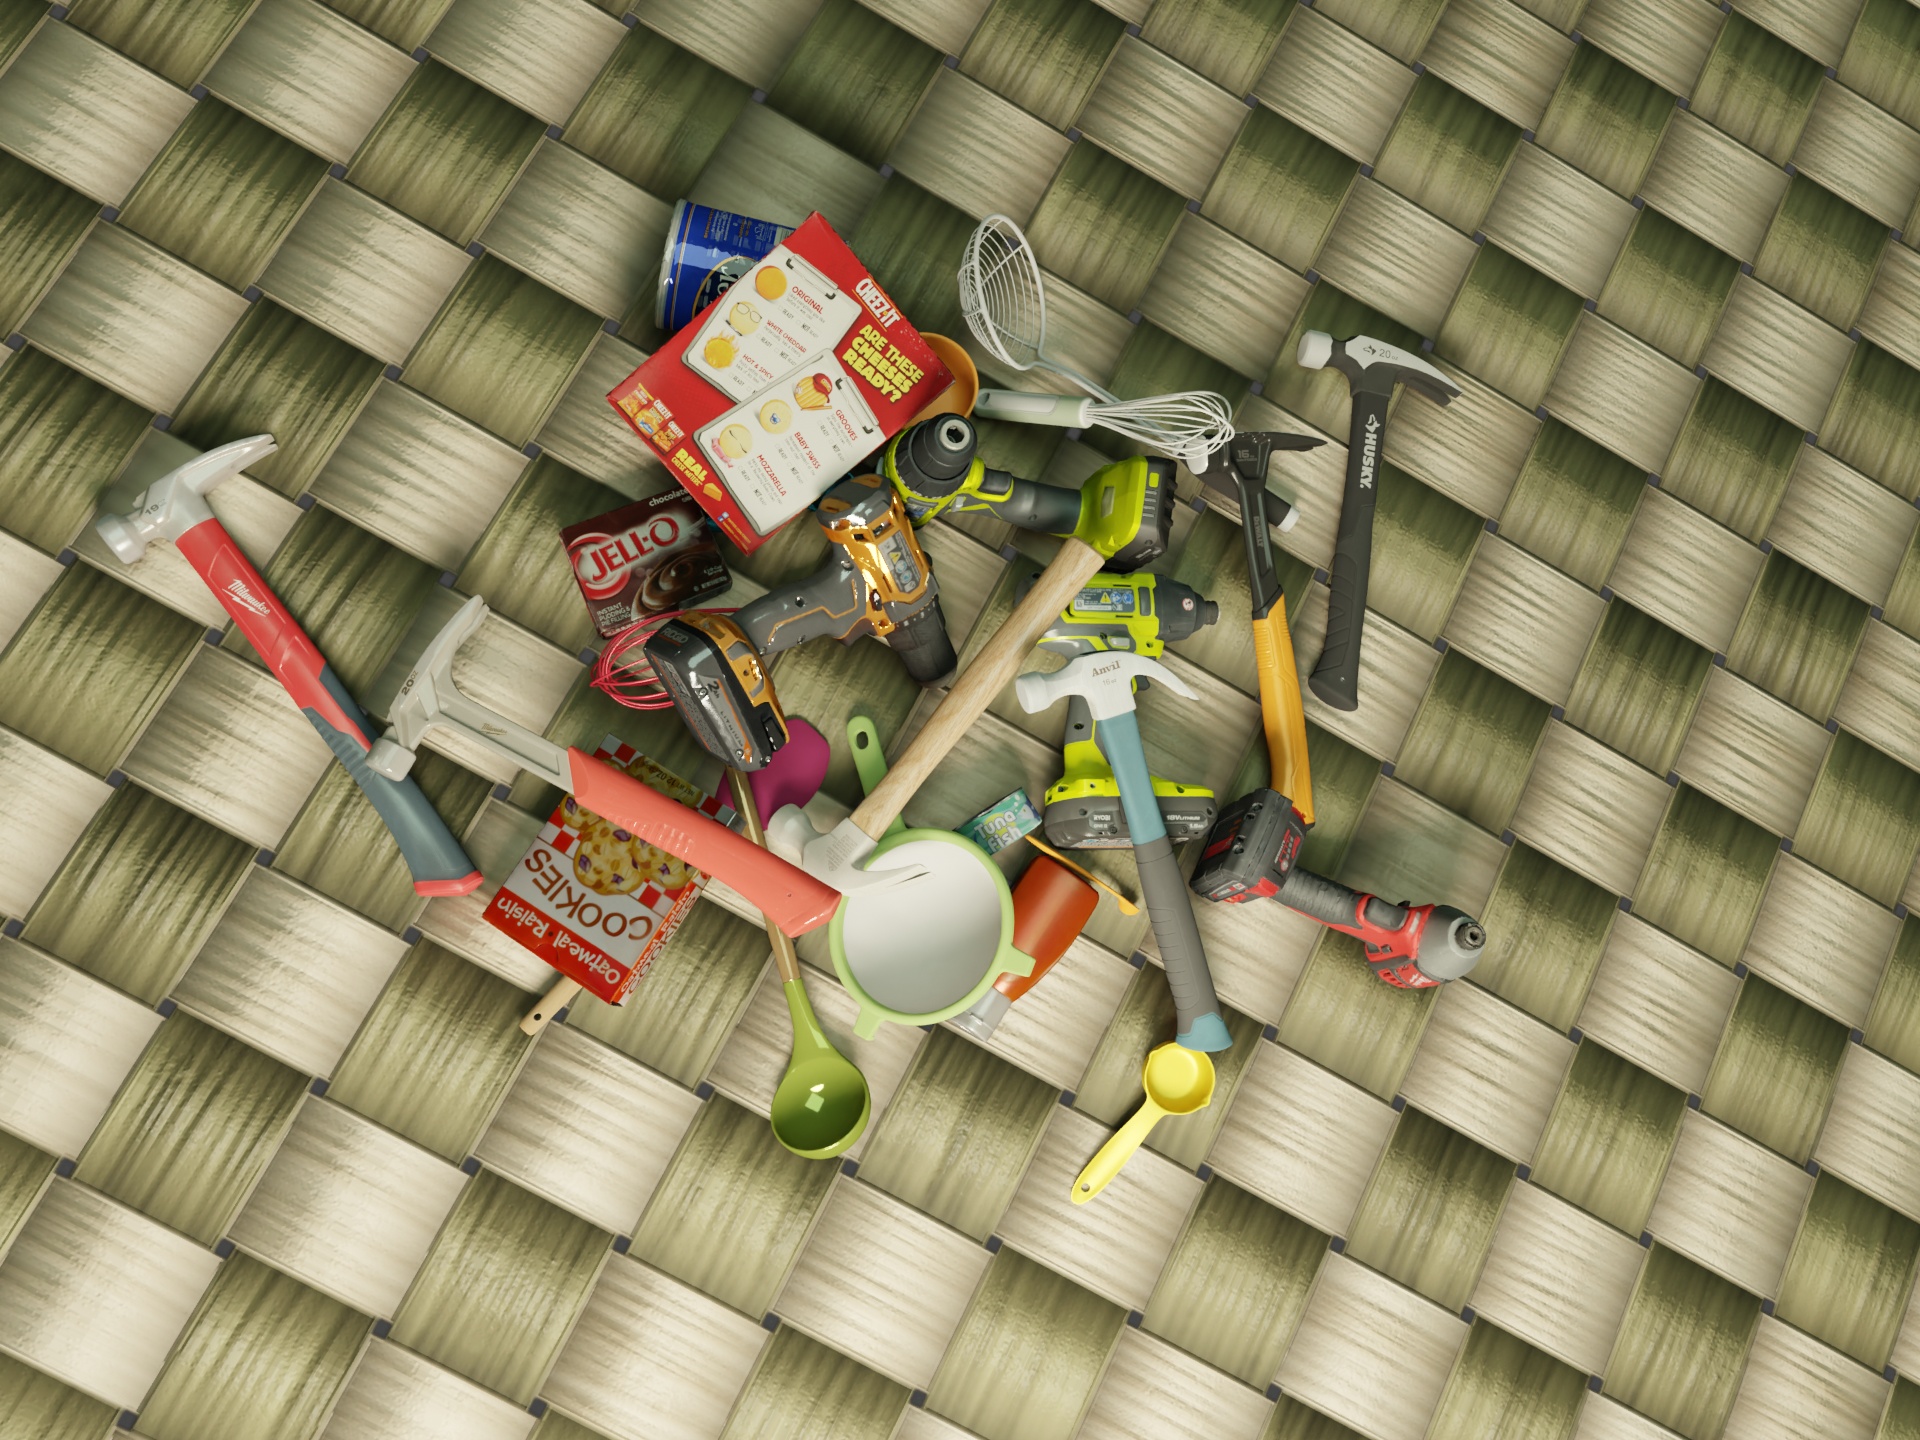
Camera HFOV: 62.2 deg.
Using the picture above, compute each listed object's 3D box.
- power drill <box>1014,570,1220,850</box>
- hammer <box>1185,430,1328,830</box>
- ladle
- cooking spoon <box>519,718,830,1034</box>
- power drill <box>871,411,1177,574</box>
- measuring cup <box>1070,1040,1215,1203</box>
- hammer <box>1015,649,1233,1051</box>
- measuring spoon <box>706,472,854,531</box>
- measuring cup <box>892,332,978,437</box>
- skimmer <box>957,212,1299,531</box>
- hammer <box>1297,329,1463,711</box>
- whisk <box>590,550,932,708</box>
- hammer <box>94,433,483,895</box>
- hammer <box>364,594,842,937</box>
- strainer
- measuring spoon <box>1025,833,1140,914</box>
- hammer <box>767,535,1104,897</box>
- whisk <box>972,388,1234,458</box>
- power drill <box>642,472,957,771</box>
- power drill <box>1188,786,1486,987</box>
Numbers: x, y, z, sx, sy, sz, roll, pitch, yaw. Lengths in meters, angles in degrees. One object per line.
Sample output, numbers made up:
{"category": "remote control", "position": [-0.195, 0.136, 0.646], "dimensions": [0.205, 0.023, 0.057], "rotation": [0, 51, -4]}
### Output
{"category": "power drill", "position": [0.137, -0.011, 1.295], "dimensions": [0.171, 0.080, 0.223], "rotation": [1, 77, -15]}
{"category": "hammer", "position": [0.266, -0.075, 1.330], "dimensions": [0.127, 0.034, 0.337], "rotation": [-6, 89, -25]}
{"category": "ladle", "position": [-0.138, 0.173, 1.209], "dimensions": [0.078, 0.062, 0.320], "rotation": [-16, 84, 5]}
{"category": "cooking spoon", "position": [-0.220, 0.120, 1.230], "dimensions": [0.069, 0.017, 0.319], "rotation": [43, 74, -1]}
{"category": "power drill", "position": [0.050, -0.183, 1.253], "dimensions": [0.228, 0.190, 0.080], "rotation": [10, 82, -14]}
{"category": "measuring cup", "position": [0.139, 0.320, 1.264], "dimensions": [0.062, 0.029, 0.156], "rotation": [42, 87, -2]}
{"category": "hammer", "position": [0.147, 0.103, 1.217], "dimensions": [0.128, 0.033, 0.331], "rotation": [-19, 101, -11]}
{"category": "measuring spoon", "position": [-0.147, -0.176, 1.303], "dimensions": [0.128, 0.021, 0.042], "rotation": [-15, 94, -4]}
{"category": "measuring cup", "position": [-0.067, -0.250, 1.314], "dimensions": [0.173, 0.052, 0.095], "rotation": [-31, 86, -7]}
{"category": "skimmer", "position": [0.150, -0.285, 1.340], "dimensions": [0.363, 0.090, 0.127], "rotation": [33, 44, -6]}
{"category": "hammer", "position": [0.350, -0.172, 1.386], "dimensions": [0.146, 0.035, 0.335], "rotation": [11, 78, -8]}
{"category": "whisk", "position": [-0.153, -0.079, 1.261], "dimensions": [0.296, 0.073, 0.073], "rotation": [-23, 85, -19]}
{"category": "hammer", "position": [-0.474, -0.034, 1.200], "dimensions": [0.143, 0.038, 0.386], "rotation": [-37, 88, -16]}
{"category": "hammer", "position": [-0.246, 0.048, 1.164], "dimensions": [0.359, 0.036, 0.149], "rotation": [27, 74, 6]}
{"category": "strainer", "position": [-0.037, 0.116, 1.249], "dimensions": [0.151, 0.069, 0.257], "rotation": [-25, 65, 14]}
{"category": "measuring spoon", "position": [0.097, 0.125, 1.280], "dimensions": [0.116, 0.021, 0.011], "rotation": [34, 92, -15]}
{"category": "hammer", "position": [-0.002, -0.004, 1.220], "dimensions": [0.130, 0.031, 0.331], "rotation": [38, 88, 30]}
{"category": "whisk", "position": [0.109, -0.247, 1.281], "dimensions": [0.246, 0.059, 0.058], "rotation": [13, 78, 35]}
{"category": "power drill", "position": [-0.107, -0.056, 1.220], "dimensions": [0.226, 0.084, 0.185], "rotation": [-40, 125, -21]}
{"category": "power drill", "position": [0.306, 0.142, 1.265], "dimensions": [0.219, 0.143, 0.078], "rotation": [28, 74, -2]}
